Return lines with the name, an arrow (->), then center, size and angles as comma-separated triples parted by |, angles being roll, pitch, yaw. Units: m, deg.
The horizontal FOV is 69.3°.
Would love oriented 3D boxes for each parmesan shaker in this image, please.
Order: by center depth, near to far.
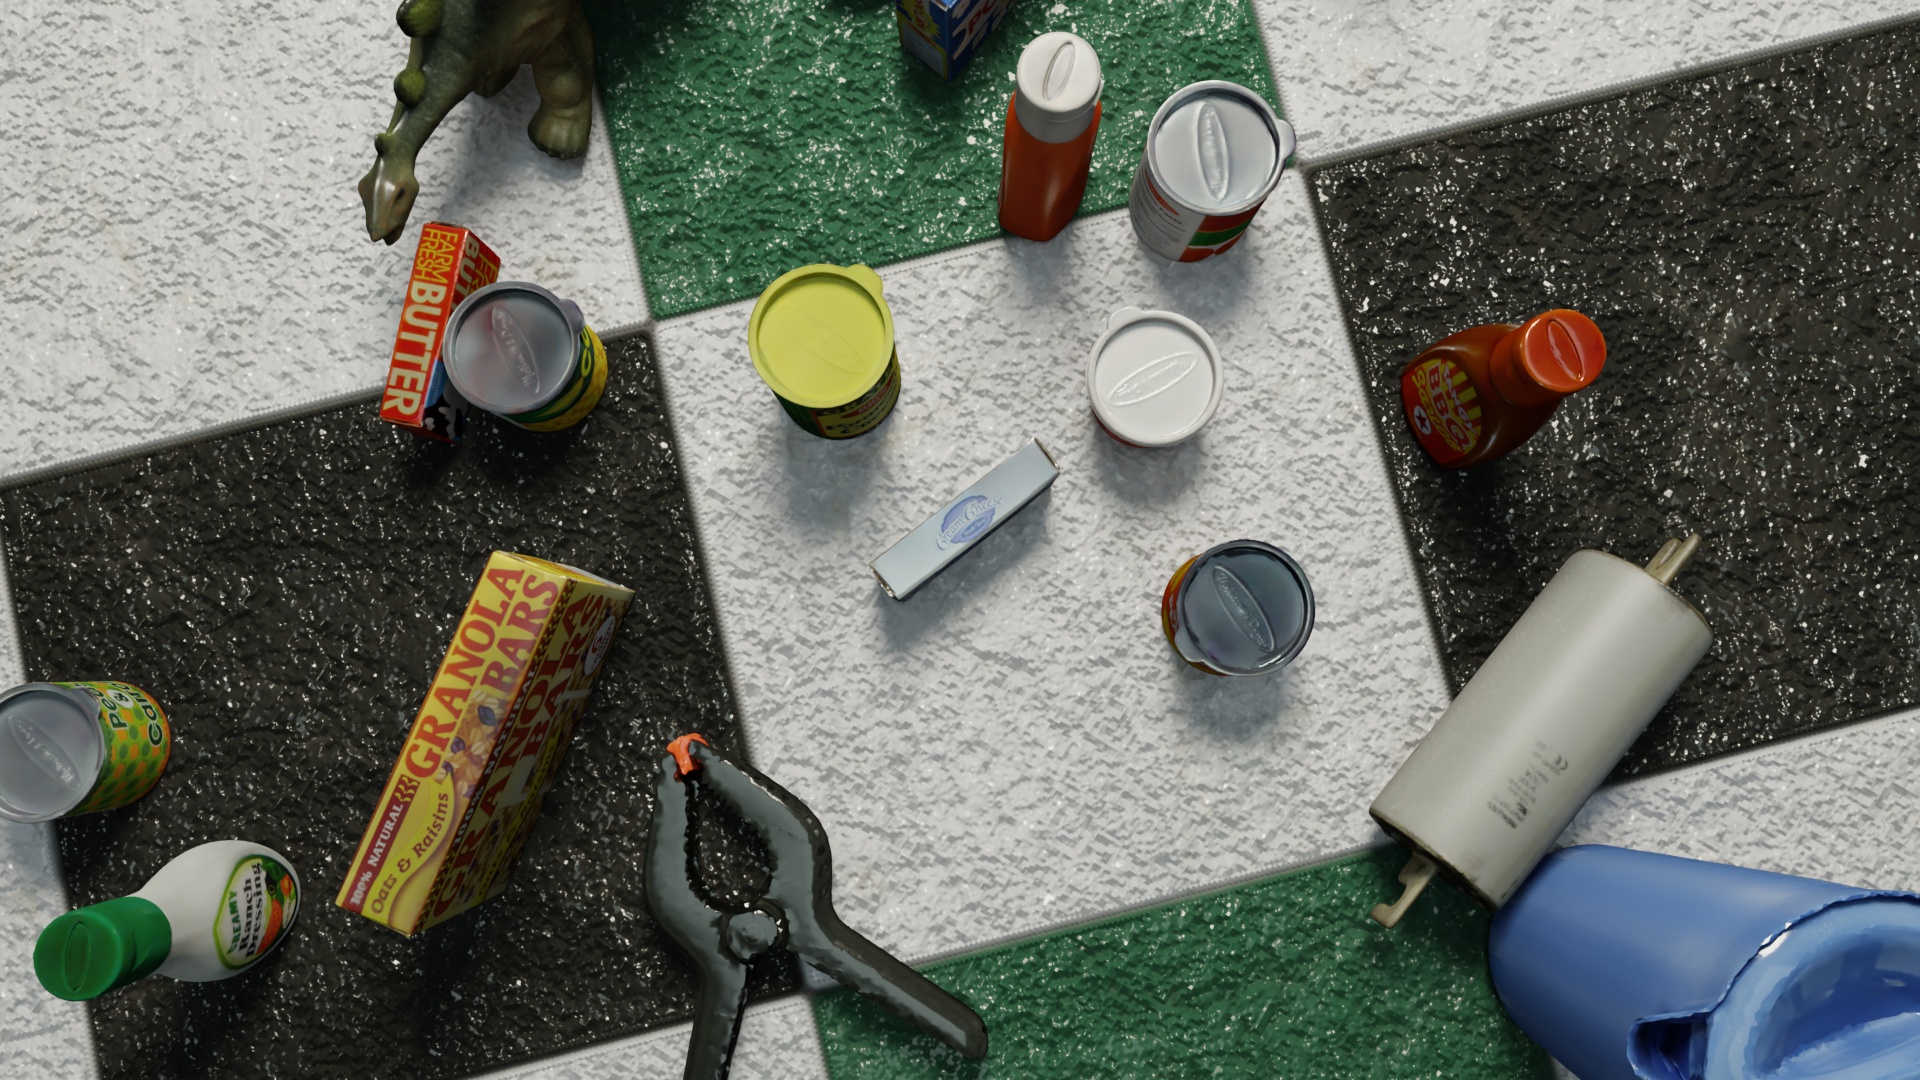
parmesan shaker -> -0.061, -0.090, 0.678 | 0.071, 0.103, 0.071 | 0, 85, 0

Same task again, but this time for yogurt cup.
yogurt cup -> 0.095, -0.077, 0.701 | 0.072, 0.054, 0.072 | 0, 85, 0

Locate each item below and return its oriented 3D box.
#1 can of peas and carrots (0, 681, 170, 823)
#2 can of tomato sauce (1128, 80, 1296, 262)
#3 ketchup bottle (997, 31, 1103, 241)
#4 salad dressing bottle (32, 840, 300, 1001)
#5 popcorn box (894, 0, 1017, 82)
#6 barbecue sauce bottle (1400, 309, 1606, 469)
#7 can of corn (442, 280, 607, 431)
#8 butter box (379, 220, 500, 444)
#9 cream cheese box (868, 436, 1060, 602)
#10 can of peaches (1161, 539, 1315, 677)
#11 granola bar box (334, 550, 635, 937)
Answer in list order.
can of peas and carrots -> -0.434, 0.100, 0.682 | 0.071, 0.058, 0.071 | 0, 85, 0
can of tomato sauce -> 0.123, -0.183, 0.697 | 0.071, 0.083, 0.071 | 0, 85, 0
ketchup bottle -> 0.043, -0.194, 0.665 | 0.043, 0.148, 0.065 | 20, 85, 2
salad dressing bottle -> -0.355, 0.174, 0.630 | 0.044, 0.147, 0.064 | 2, 85, 0
popcorn box -> 0.019, -0.308, 0.708 | 0.038, 0.085, 0.127 | 38, 86, 3
barbecue sauce bottle -> 0.253, -0.074, 0.653 | 0.044, 0.148, 0.065 | -22, 85, -2
can of corn -> -0.215, -0.092, 0.700 | 0.071, 0.058, 0.071 | 0, 85, 0
butter box -> -0.263, -0.104, 0.704 | 0.024, 0.053, 0.103 | 10, 85, 1
cream cheese box -> 0.002, -0.009, 0.695 | 0.104, 0.053, 0.024 | -38, 86, -3
can of peaches -> 0.134, 0.036, 0.688 | 0.071, 0.058, 0.071 | 0, 85, 0
granola bar box -> -0.216, 0.090, 0.650 | 0.039, 0.124, 0.165 | 22, 85, 2
